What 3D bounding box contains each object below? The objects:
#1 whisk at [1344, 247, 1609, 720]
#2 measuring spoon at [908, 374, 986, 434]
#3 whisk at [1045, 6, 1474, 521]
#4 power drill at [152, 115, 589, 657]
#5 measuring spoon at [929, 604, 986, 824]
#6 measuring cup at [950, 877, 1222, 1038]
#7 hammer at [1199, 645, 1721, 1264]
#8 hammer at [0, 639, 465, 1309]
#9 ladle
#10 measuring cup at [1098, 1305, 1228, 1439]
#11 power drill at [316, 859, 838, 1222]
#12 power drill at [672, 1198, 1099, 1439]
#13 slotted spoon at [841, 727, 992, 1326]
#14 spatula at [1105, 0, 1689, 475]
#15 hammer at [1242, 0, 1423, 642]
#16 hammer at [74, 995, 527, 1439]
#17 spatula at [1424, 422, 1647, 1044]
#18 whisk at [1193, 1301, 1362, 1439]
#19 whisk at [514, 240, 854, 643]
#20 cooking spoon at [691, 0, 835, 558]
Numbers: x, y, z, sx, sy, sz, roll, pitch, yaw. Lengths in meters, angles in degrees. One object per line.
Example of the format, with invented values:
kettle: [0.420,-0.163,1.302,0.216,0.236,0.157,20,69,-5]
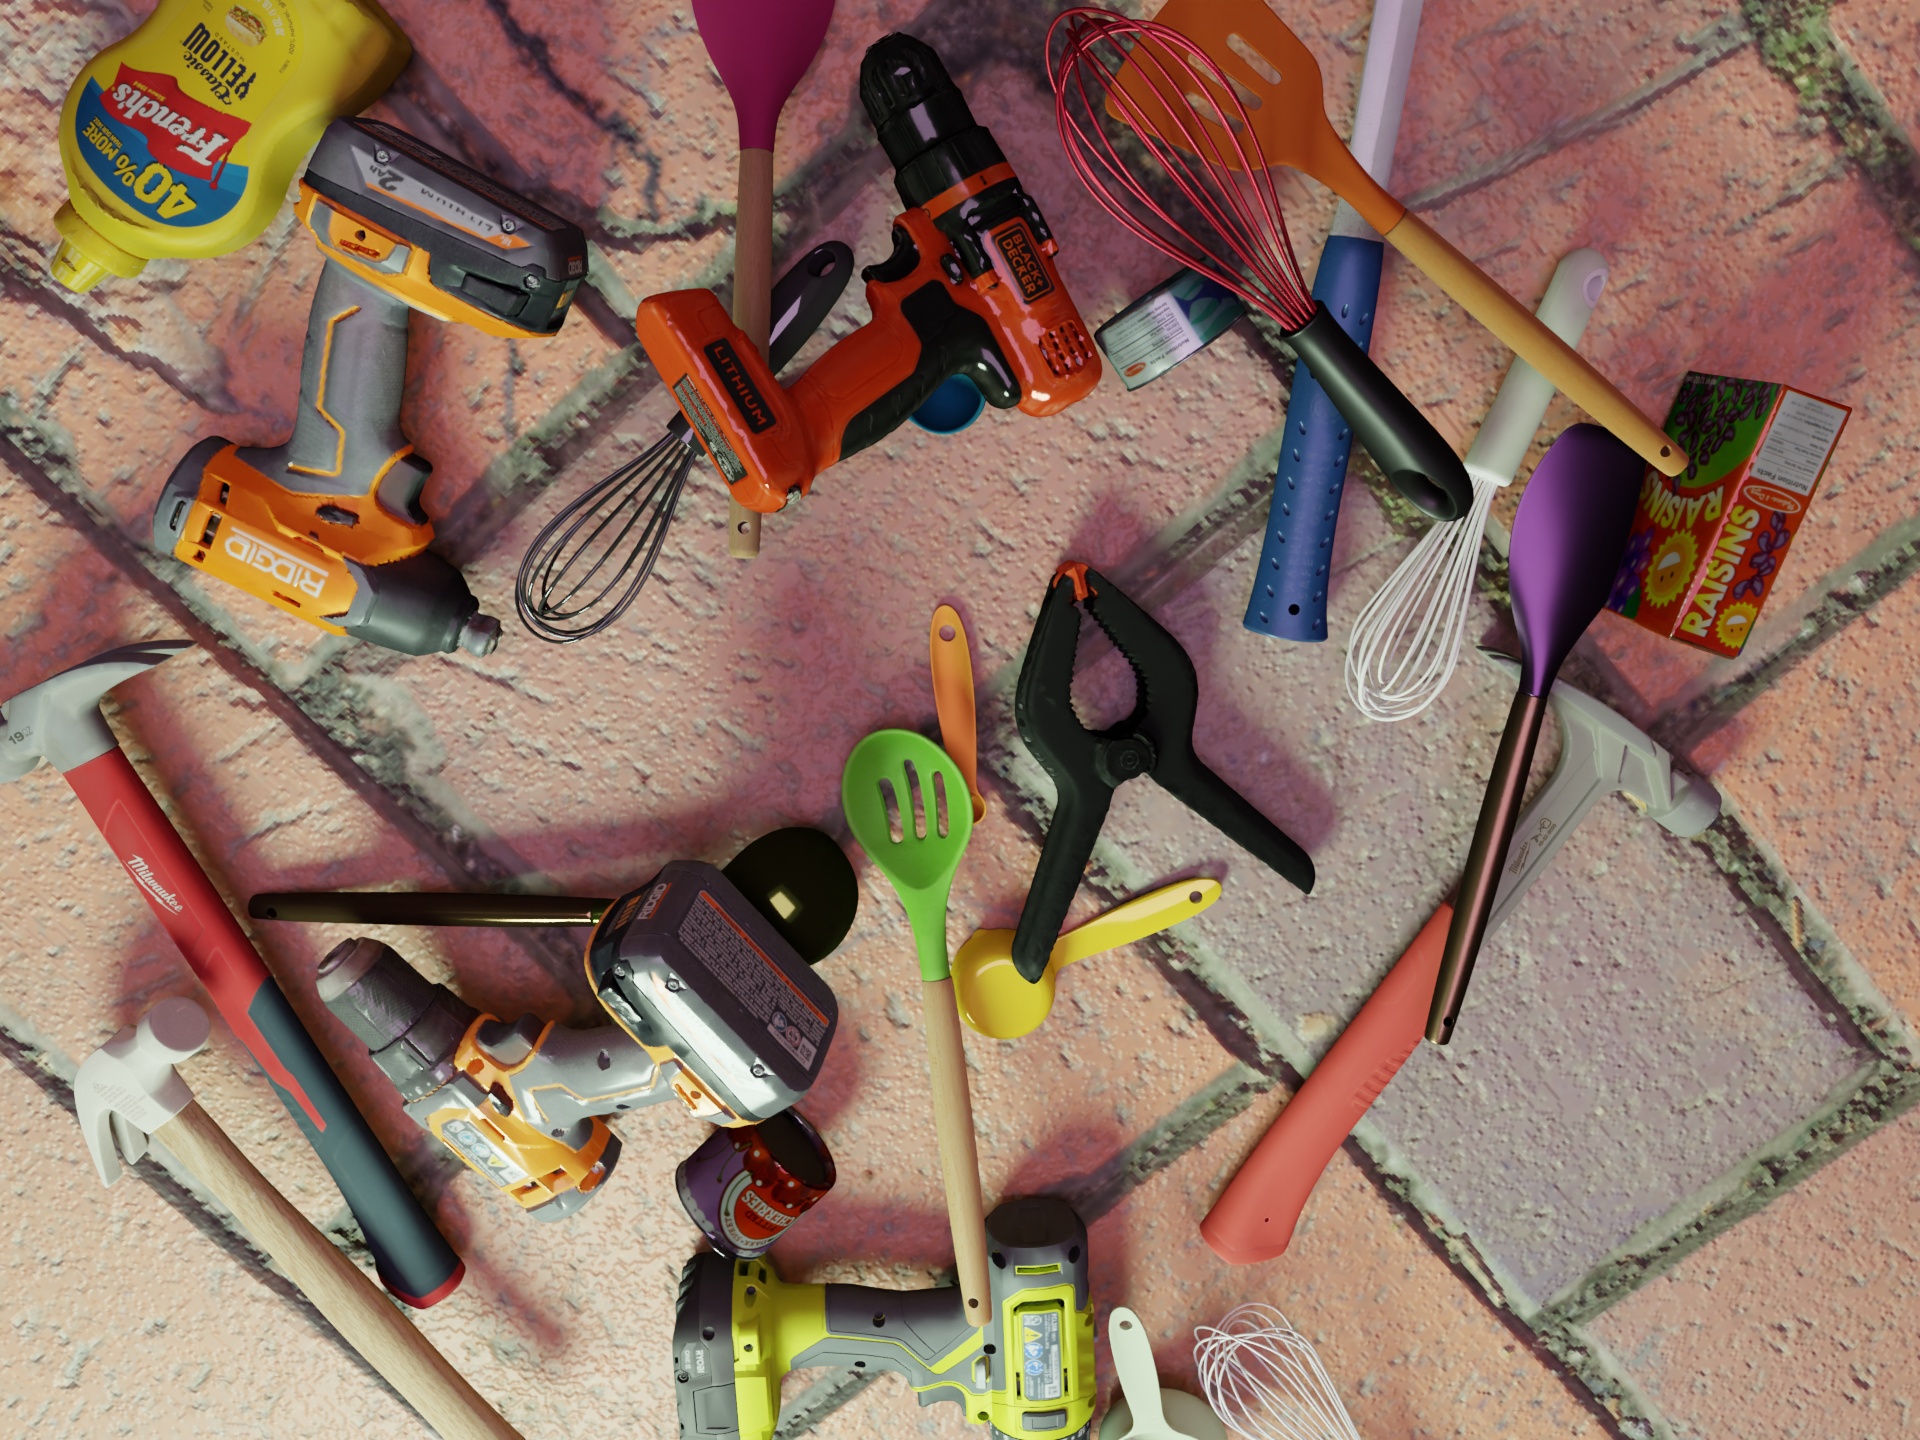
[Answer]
whisk: [0.254,-0.113,0.779,0.057,0.059,0.246,15,103,-42]
measuring spoon: [-0.049,-0.154,0.779,0.128,0.021,0.042,-7,93,10]
whisk: [0.138,-0.190,0.697,0.073,0.073,0.295,-43,114,9]
power drill: [-0.260,-0.142,0.746,0.164,0.084,0.226,28,107,-8]
measuring spoon: [-0.001,-0.003,0.821,0.021,0.011,0.117,-6,101,6]
measuring cup: [0.067,0.122,0.842,0.156,0.029,0.062,-25,104,7]
hammer: [0.235,0.140,0.846,0.149,0.037,0.359,32,101,-8]
hammer: [-0.356,0.143,0.824,0.143,0.038,0.386,-20,107,22]
ladle: [-0.213,0.094,0.832,0.320,0.062,0.078,0,114,6]
measuring cup: [0.106,0.376,0.889,0.083,0.038,0.167,-9,116,12]
power drill: [-0.197,0.149,0.789,0.226,0.084,0.185,-29,112,29]
power drill: [-0.036,0.369,0.882,0.228,0.080,0.190,-3,104,-3]
slotted spoon: [-0.011,0.158,0.821,0.070,0.031,0.314,-7,92,19]
spatula: [0.213,-0.213,0.726,0.322,0.041,0.081,35,102,-14]
hammer: [0.182,-0.238,0.748,0.144,0.035,0.405,7,104,-3]
hammer: [-0.343,0.295,0.851,0.130,0.031,0.331,-32,102,31]
spatula: [0.274,0.012,0.786,0.059,0.018,0.316,10,100,-8]
whisk: [0.231,0.436,0.915,0.070,0.070,0.284,-40,106,9]
whisk: [-0.129,-0.133,0.761,0.055,0.055,0.239,39,94,-10]
cooking spoon: [-0.094,-0.234,0.729,0.068,0.017,0.319,2,94,-3]
